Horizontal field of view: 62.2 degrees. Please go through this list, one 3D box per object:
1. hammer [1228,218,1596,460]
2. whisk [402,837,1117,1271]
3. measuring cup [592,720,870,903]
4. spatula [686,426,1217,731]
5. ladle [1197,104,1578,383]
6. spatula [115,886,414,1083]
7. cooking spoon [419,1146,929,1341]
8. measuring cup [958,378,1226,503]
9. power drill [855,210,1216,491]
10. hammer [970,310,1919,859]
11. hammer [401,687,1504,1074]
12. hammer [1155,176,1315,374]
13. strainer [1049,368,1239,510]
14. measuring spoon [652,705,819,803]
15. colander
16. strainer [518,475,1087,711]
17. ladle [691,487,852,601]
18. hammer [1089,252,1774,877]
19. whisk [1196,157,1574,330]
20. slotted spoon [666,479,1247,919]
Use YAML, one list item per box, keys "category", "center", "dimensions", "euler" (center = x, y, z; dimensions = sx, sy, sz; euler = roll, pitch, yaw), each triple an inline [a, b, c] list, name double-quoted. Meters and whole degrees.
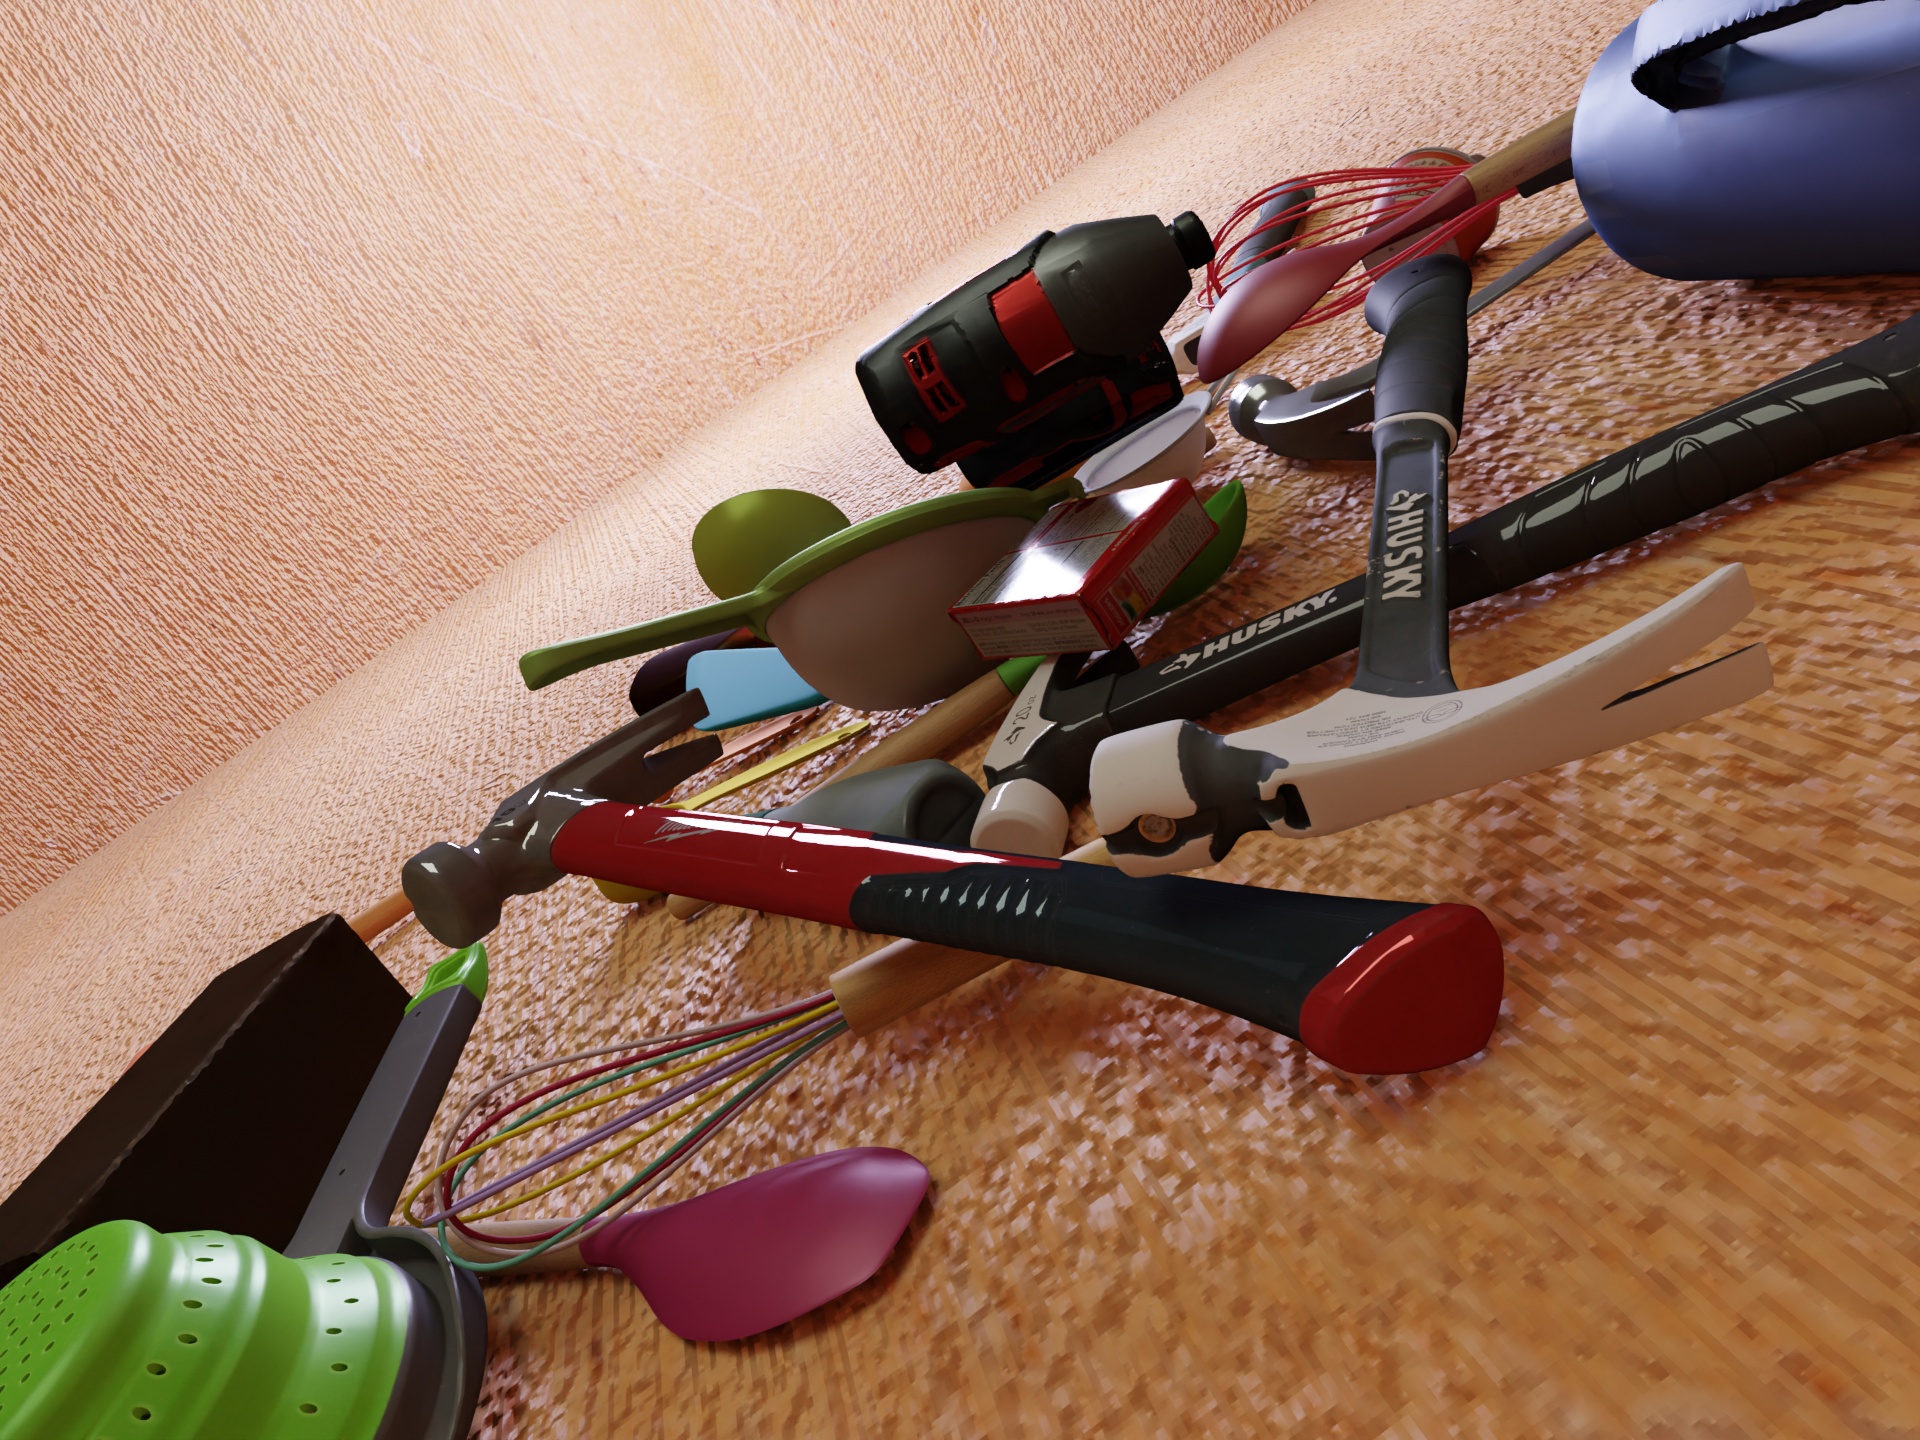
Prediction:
- category: "hammer"
  center: [0.315, -0.241, 0.730]
  dimensions: [0.405, 0.035, 0.144]
  euler: [-34, 18, 3]
- category: "whisk"
  center: [-0.056, 0.098, 0.487]
  dimensions: [0.245, 0.047, 0.051]
  euler: [-27, 31, -5]
- category: "measuring cup"
  center: [-0.109, 0.045, 0.784]
  dimensions: [0.156, 0.029, 0.062]
  euler: [-27, 17, -13]
- category: "spatula"
  center: [-0.005, -0.080, 0.866]
  dimensions: [0.317, 0.044, 0.082]
  euler: [-31, 33, 8]
- category: "ladle"
  center: [0.232, -0.230, 0.653]
  dimensions: [0.315, 0.031, 0.069]
  euler: [-29, 17, 3]
- category: "spatula"
  center: [-0.431, 0.178, 0.997]
  dimensions: [0.322, 0.041, 0.081]
  euler: [-34, 18, -11]
- category: "cooking spoon"
  center: [-0.133, 0.169, 0.512]
  dimensions: [0.319, 0.017, 0.069]
  euler: [-19, 22, 39]
- category: "measuring cup"
  center: [0.075, -0.163, 0.918]
  dimensions: [0.173, 0.052, 0.095]
  euler: [-38, 19, -2]
- category: "power drill"
  center: [0.040, -0.158, 0.688]
  dimensions: [0.143, 0.078, 0.219]
  euler: [-30, 2, 9]
- category: "hammer"
  center: [0.156, -0.049, 0.531]
  dimensions: [0.335, 0.035, 0.146]
  euler: [-25, 22, 27]
- category: "hammer"
  center: [-0.017, 0.041, 0.488]
  dimensions: [0.386, 0.038, 0.143]
  euler: [3, 30, 43]
- category: "hammer"
  center: [0.204, -0.319, 1.114]
  dimensions: [0.128, 0.033, 0.331]
  euler: [-23, 22, 33]
- category: "strainer"
  center: [0.037, -0.103, 0.823]
  dimensions: [0.258, 0.050, 0.087]
  euler: [-27, 19, 9]
- category: "measuring spoon"
  center: [-0.127, 0.020, 0.885]
  dimensions: [0.117, 0.011, 0.021]
  euler: [-26, 21, 15]
- category: "colander"
  center: [-0.242, 0.173, 0.518]
  dimensions: [0.204, 0.094, 0.397]
  euler: [-32, 23, 16]
- category: "strainer"
  center: [-0.063, -0.031, 0.708]
  dimensions: [0.256, 0.069, 0.151]
  euler: [-17, -10, -29]
- category: "ladle"
  center: [-0.042, -0.114, 0.883]
  dimensions: [0.078, 0.062, 0.320]
  euler: [-27, 3, 27]
- category: "hammer"
  center: [0.150, -0.087, 0.512]
  dimensions: [0.149, 0.036, 0.409]
  euler: [-15, 24, 25]
- category: "whisk"
  center: [0.238, -0.246, 0.734]
  dimensions: [0.296, 0.073, 0.073]
  euler: [-12, 28, 36]
- category: "slotted spoon"
  center: [-0.001, -0.002, 0.698]
  dimensions: [0.314, 0.031, 0.070]
  euler: [-34, 10, 7]
